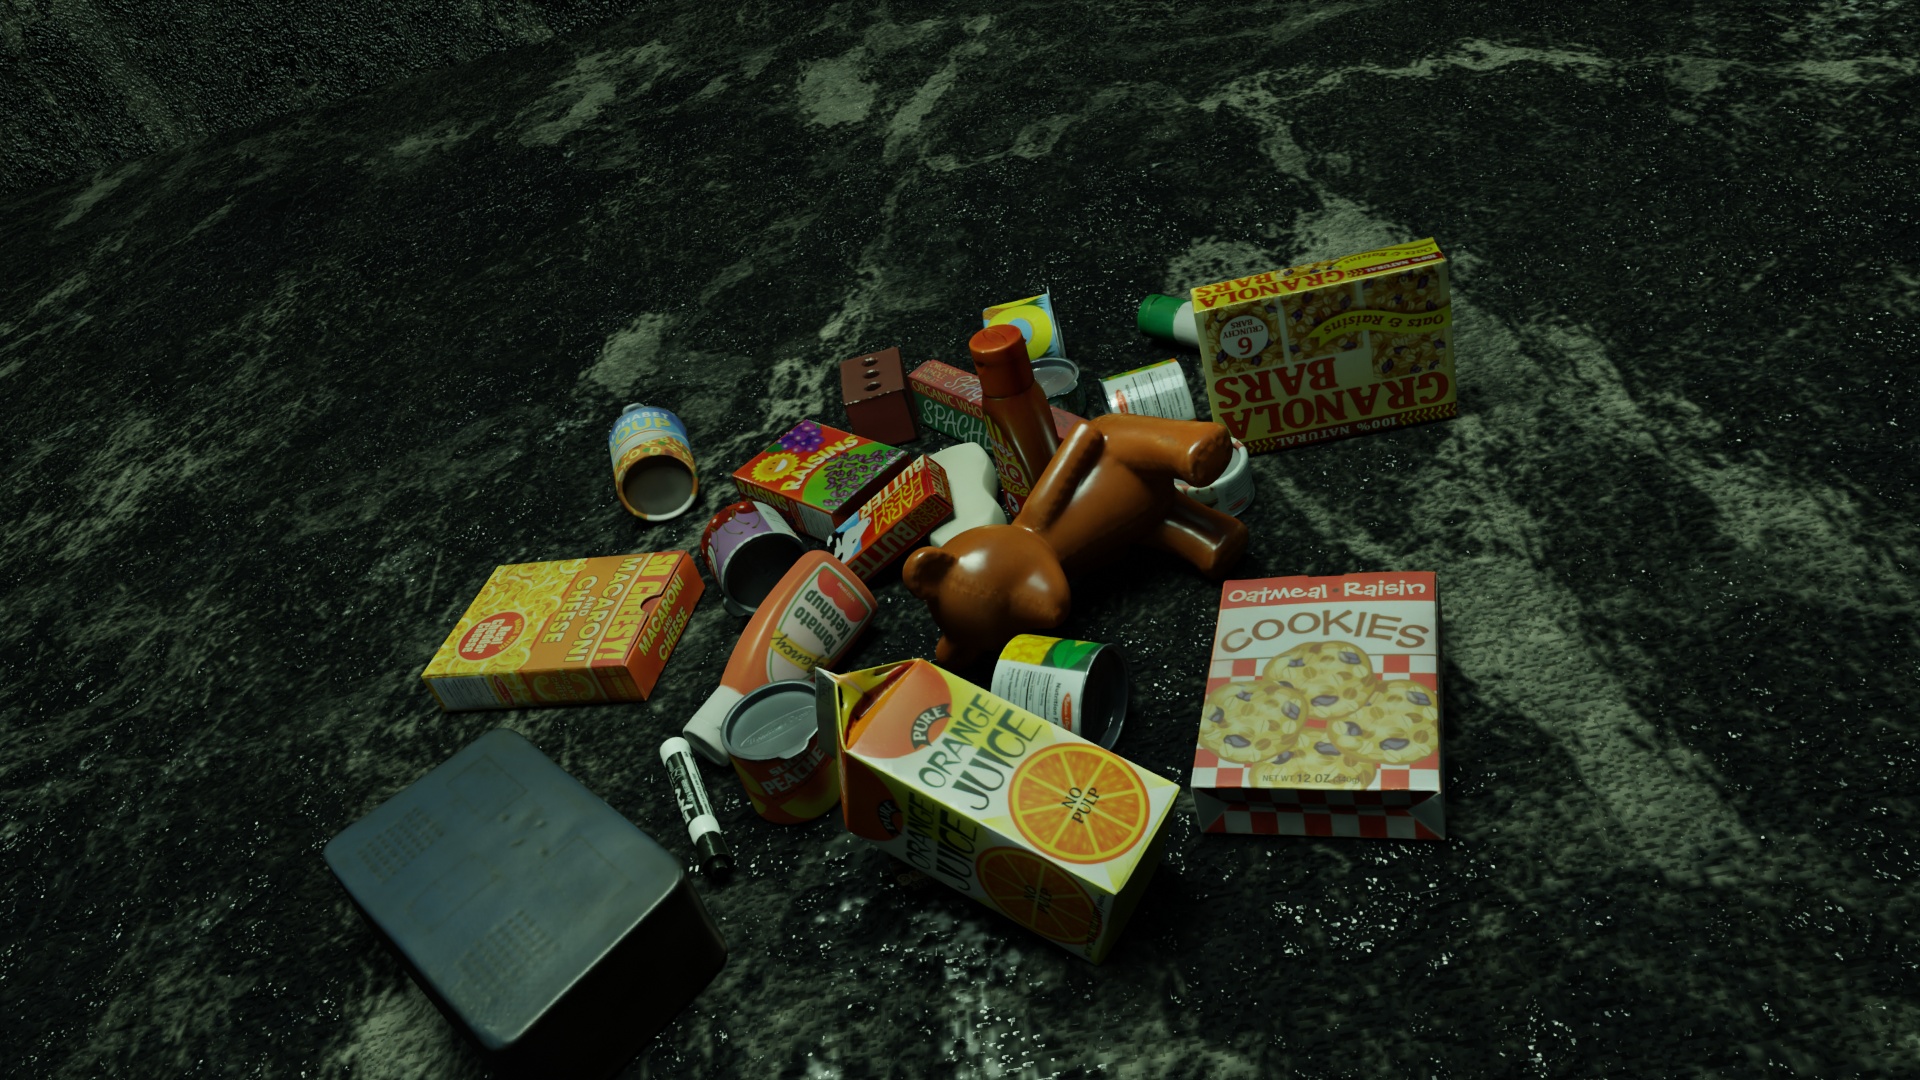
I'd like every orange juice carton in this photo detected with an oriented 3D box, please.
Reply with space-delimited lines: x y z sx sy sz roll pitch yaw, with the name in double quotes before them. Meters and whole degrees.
"orange juice carton" 0.006 0.127 0.709 0.193 0.071 0.073 24 49 19

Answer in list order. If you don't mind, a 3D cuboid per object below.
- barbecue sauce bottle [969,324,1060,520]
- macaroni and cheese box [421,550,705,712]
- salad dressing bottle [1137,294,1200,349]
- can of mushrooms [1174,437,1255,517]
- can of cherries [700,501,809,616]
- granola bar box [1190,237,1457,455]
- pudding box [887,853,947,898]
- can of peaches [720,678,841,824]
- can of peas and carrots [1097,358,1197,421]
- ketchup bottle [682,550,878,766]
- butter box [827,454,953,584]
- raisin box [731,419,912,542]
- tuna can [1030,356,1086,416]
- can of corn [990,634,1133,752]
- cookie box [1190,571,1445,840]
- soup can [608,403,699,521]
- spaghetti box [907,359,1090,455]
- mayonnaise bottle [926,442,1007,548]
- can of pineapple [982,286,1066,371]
"barbecue sauce bottle" 0.042 -0.077 0.960 0.044 0.147 0.065 -28 36 -15
"macaroni and cheese box" -0.285 0.064 1.006 0.166 0.040 0.124 -5 37 18
"salad dressing bottle" 0.208 -0.167 1.101 0.148 0.043 0.064 20 50 42
"can of mushrooms" 0.165 -0.043 0.958 0.071 0.033 0.071 -12 36 9
"can of cherries" -0.149 0.014 0.992 0.071 0.071 0.058 -28 35 -14
"granola bar box" 0.251 -0.130 0.959 0.165 0.123 0.039 -10 35 11
"pudding box" -0.017 0.153 0.773 0.050 0.030 0.084 -18 34 2
"can of peaches" -0.101 0.126 0.822 0.071 0.057 0.071 -12 35 8
"can of peas and carrots" 0.137 -0.093 1.015 0.059 0.070 0.071 -16 35 3
"ketchup bottle" -0.119 0.078 0.898 0.043 0.064 0.149 -10 37 55
"butter box" -0.051 -0.011 0.981 0.103 0.024 0.053 -39 31 19
"raisin box" -0.105 -0.045 1.078 0.123 0.040 0.086 20 50 40
"tuna can" 0.067 -0.114 1.101 0.071 0.032 0.071 -12 35 9
"can of corn" 0.059 0.089 0.798 0.058 0.071 0.071 5 41 30
"cookie box" 0.199 0.085 0.760 0.123 0.040 0.168 -3 37 21
"soup can" -0.254 -0.065 1.145 0.071 0.071 0.084 -22 35 -5
"spaghetti box" 0.046 -0.083 1.053 0.029 0.050 0.250 -34 37 -24
"mayonnaise bottle" 0.004 -0.012 0.983 0.065 0.041 0.149 -24 35 6
"can of pineapple" 0.054 -0.168 1.150 0.058 0.070 0.071 -12 35 9
